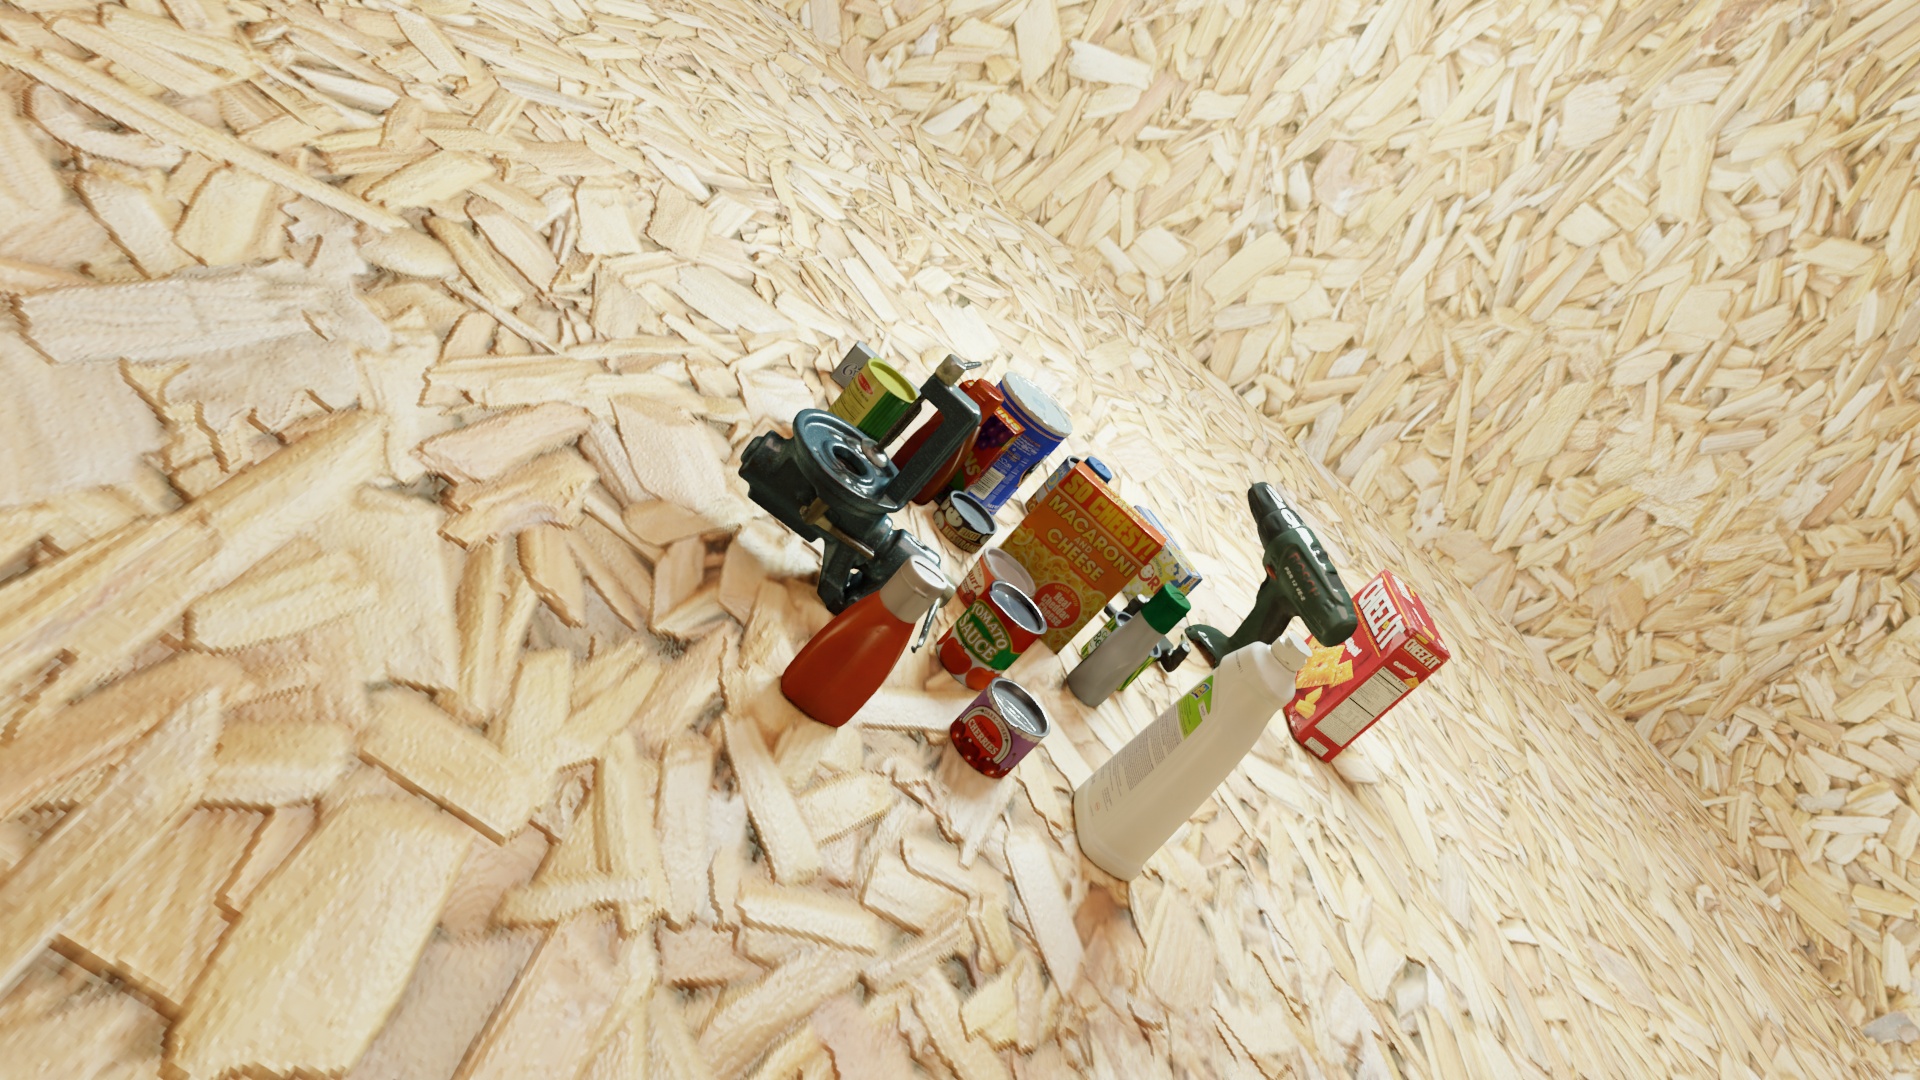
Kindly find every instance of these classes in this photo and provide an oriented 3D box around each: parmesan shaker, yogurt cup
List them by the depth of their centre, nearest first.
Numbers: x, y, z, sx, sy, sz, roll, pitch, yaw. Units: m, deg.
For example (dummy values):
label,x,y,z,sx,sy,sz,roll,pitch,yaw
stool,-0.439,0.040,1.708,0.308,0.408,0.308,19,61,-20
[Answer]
label,x,y,z,sx,sy,sz,roll,pitch,yaw
yogurt cup,0.034,0.048,1.407,0.072,0.053,0.073,36,22,-17
parmesan shaker,-0.102,-0.131,1.443,0.071,0.102,0.071,36,22,-17

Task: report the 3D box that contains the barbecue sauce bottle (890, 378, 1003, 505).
label,x,y,z,sx,sy,sz,roll,pitch,yaw
barbecue sauce bottle,-0.014,-0.109,1.491,0.065,0.148,0.044,45,21,5

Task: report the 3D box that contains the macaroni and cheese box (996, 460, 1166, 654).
label,x,y,z,sx,sy,sz,roll,pitch,yaw
macaroni and cheese box,0.112,0.018,1.445,0.124,0.166,0.040,42,21,0

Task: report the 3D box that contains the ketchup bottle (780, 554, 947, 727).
label,x,y,z,sx,sy,sz,roll,pitch,yaw
ketchup bottle,-0.069,0.074,1.049,0.064,0.148,0.044,36,22,-17

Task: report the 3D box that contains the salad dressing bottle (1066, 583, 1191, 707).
label,x,y,z,sx,sy,sz,roll,pitch,yaw
salad dressing bottle,0.171,0.106,1.405,0.044,0.147,0.064,52,23,23

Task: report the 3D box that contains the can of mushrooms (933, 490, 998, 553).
label,x,y,z,sx,sy,sz,roll,pitch,yaw
can of mushrooms,0.005,-0.019,1.511,0.071,0.033,0.071,36,22,-17

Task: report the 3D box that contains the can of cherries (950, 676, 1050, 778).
label,x,y,z,sx,sy,sz,roll,pitch,yaw
can of cherries,0.032,0.160,1.185,0.071,0.058,0.072,36,22,-17

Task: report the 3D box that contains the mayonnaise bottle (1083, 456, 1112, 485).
label,x,y,z,sx,sy,sz,roll,pitch,yaw
mayonnaise bottle,0.108,-0.031,1.554,0.041,0.147,0.065,46,21,9

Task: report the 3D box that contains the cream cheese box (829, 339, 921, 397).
label,x,y,z,sx,sy,sz,roll,pitch,yaw
cream cheese box,-0.095,-0.180,1.614,0.104,0.053,0.024,39,21,-9

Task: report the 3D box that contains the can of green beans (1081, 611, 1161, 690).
label,x,y,z,sx,sy,sz,roll,pitch,yaw
can of green beans,0.174,0.120,1.505,0.071,0.057,0.071,36,22,-17

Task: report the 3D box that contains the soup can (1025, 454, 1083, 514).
label,x,y,z,sx,sy,sz,roll,pitch,yaw
soup can,0.129,-0.055,1.724,0.071,0.083,0.072,36,22,-17

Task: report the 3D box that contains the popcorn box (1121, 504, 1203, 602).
label,x,y,z,sx,sy,sz,roll,pitch,yaw
popcorn box,0.233,0.029,1.743,0.038,0.085,0.127,16,34,-50

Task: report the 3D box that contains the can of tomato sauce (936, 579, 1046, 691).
label,x,y,z,sx,sy,sz,roll,pitch,yaw
can of tomato sauce,0.027,0.088,1.278,0.071,0.083,0.071,36,22,-17

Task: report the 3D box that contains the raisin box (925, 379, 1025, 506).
label,x,y,z,sx,sy,sz,roll,pitch,yaw
raisin box,-0.001,-0.106,1.541,0.086,0.123,0.040,45,21,6
